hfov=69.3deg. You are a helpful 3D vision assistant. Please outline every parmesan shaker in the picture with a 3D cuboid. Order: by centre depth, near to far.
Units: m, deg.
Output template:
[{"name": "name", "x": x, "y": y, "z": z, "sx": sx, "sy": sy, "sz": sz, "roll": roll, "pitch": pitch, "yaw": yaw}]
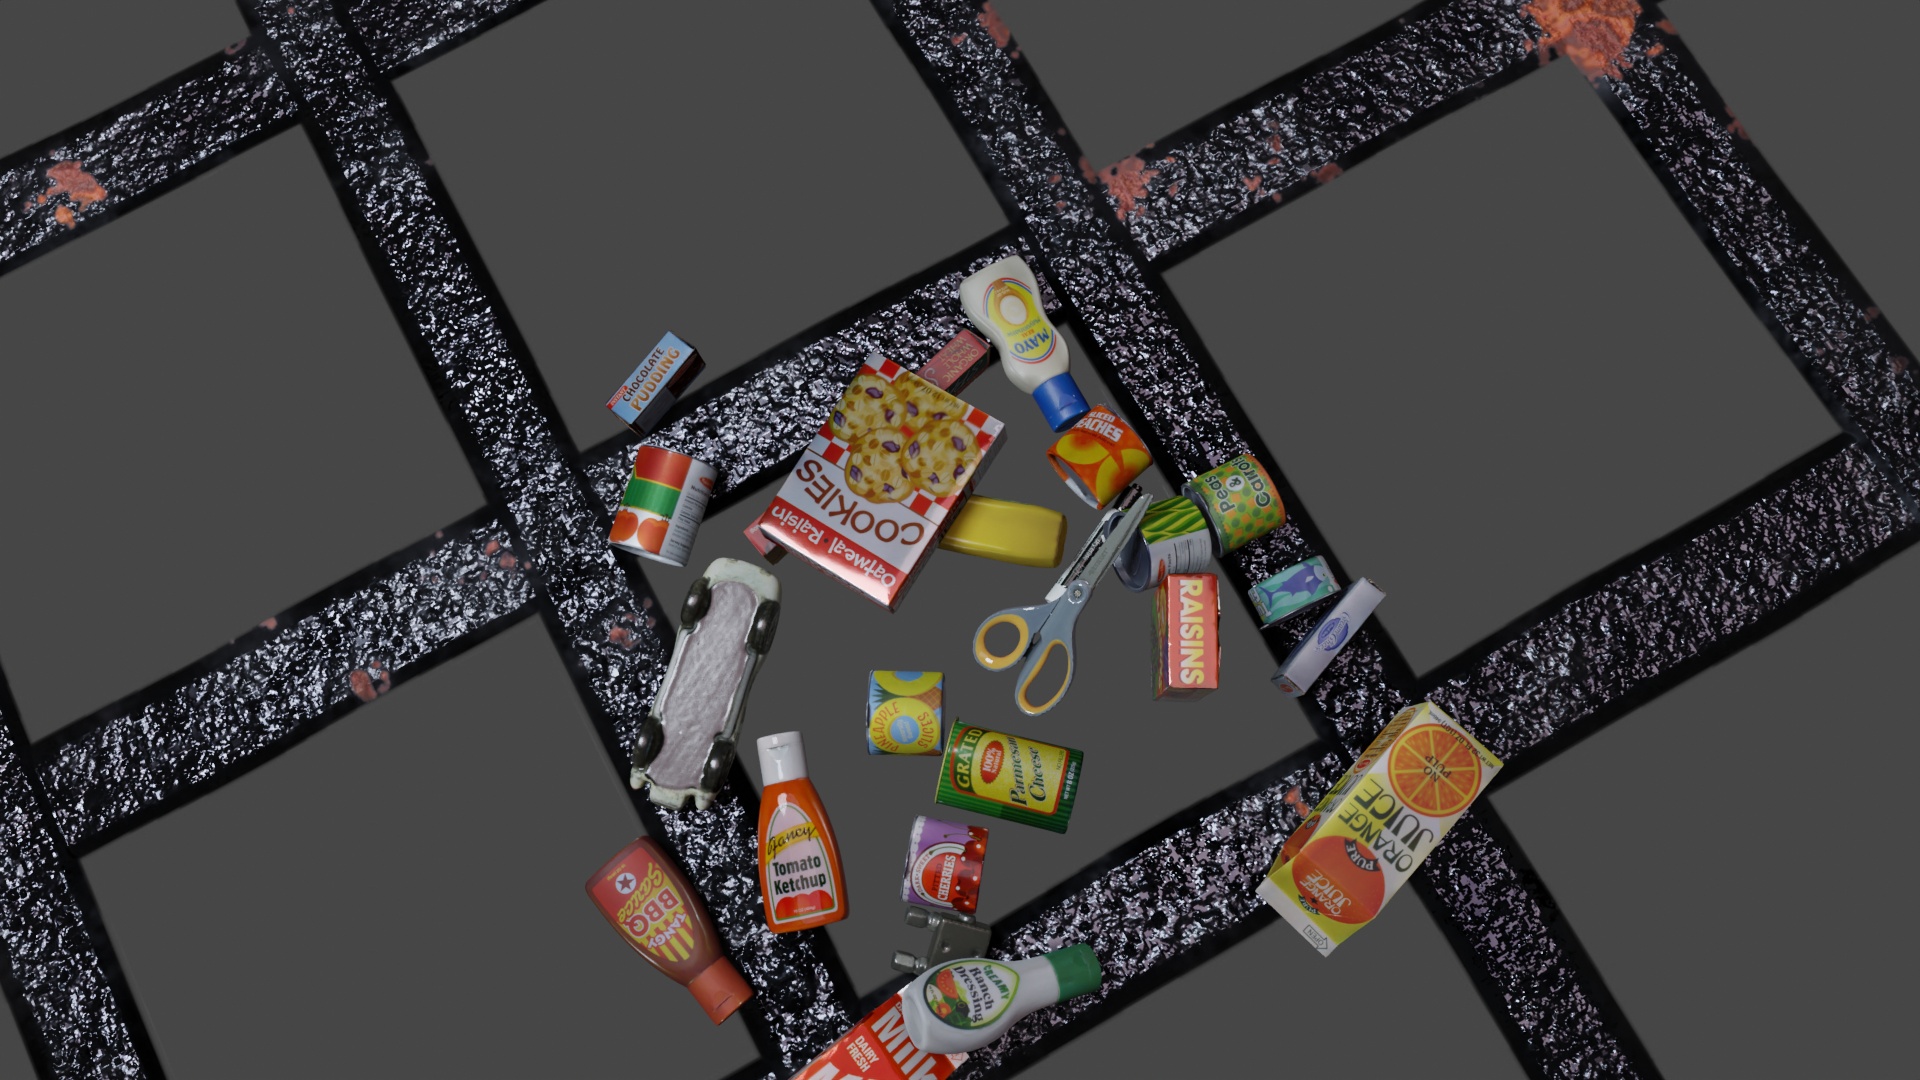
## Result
[{"name": "parmesan shaker", "x": 0.039, "y": 0.179, "z": 1.069, "sx": 0.103, "sy": 0.071, "sz": 0.071, "roll": 13, "pitch": 79, "yaw": 4}]

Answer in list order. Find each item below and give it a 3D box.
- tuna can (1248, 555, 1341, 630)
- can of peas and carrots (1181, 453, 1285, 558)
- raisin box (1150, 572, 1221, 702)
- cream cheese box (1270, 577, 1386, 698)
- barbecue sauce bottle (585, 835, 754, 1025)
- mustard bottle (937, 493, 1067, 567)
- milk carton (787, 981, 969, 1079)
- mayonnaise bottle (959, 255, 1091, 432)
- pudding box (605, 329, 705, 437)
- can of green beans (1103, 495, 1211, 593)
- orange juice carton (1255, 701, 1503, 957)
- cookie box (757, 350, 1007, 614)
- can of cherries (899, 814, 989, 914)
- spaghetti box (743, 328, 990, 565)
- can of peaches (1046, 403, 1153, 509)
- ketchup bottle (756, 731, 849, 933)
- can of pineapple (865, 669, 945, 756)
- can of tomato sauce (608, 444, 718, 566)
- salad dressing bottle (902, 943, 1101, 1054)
[{"name": "tuna can", "x": 0.259, "y": 0.041, "z": 1.090, "sx": 0.071, "sy": 0.071, "sz": 0.033, "roll": -25, "pitch": 78, "yaw": -3}, {"name": "can of peas and carrots", "x": 0.216, "y": -0.029, "z": 1.103, "sx": 0.059, "sy": 0.071, "sz": 0.071, "roll": -27, "pitch": 79, "yaw": -4}, {"name": "raisin box", "x": 0.170, "y": 0.076, "z": 1.056, "sx": 0.040, "sy": 0.123, "sz": 0.086, "roll": 1, "pitch": 78, "yaw": 3}, {"name": "cream cheese box", "x": 0.287, "y": 0.076, "z": 1.088, "sx": 0.024, "sy": 0.053, "sz": 0.104, "roll": 41, "pitch": 82, "yaw": 7}, {"name": "barbecue sauce bottle", "x": -0.218, "y": 0.301, "z": 1.063, "sx": 0.065, "sy": 0.043, "sz": 0.148, "roll": -41, "pitch": 80, "yaw": -7}, {"name": "mustard bottle", "x": 0.004, "y": -0.014, "z": 1.112, "sx": 0.160, "sy": 0.065, "sz": 0.049, "roll": 11, "pitch": 83, "yaw": 9}, {"name": "milk carton", "x": -0.089, "y": 0.413, "z": 1.021, "sx": 0.191, "sy": 0.073, "sz": 0.072, "roll": -39, "pitch": 79, "yaw": -6}, {"name": "mayonnaise bottle", "x": 0.058, "y": -0.161, "z": 1.150, "sx": 0.065, "sy": 0.041, "sz": 0.148, "roll": -28, "pitch": 78, "yaw": -5}, {"name": "pudding box", "x": -0.251, "y": -0.129, "z": 1.150, "sx": 0.030, "sy": 0.049, "sz": 0.084, "roll": 38, "pitch": 83, "yaw": 7}, {"name": "can of green beans", "x": 0.156, "y": 0.002, "z": 1.094, "sx": 0.058, "sy": 0.071, "sz": 0.071, "roll": -15, "pitch": 78, "yaw": -21}, {"name": "orange juice carton", "x": 0.311, "y": 0.217, "z": 1.048, "sx": 0.072, "sy": 0.073, "sz": 0.193, "roll": 42, "pitch": 83, "yaw": 9}, {"name": "cookie box", "x": -0.060, "y": -0.045, "z": 1.077, "sx": 0.123, "sy": 0.040, "sz": 0.167, "roll": 30, "pitch": 80, "yaw": 12}, {"name": "can of cherries", "x": -0.011, "y": 0.247, "z": 1.053, "sx": 0.058, "sy": 0.071, "sz": 0.071, "roll": 10, "pitch": 79, "yaw": 4}, {"name": "spaghetti box", "x": -0.073, "y": -0.077, "z": 1.133, "sx": 0.250, "sy": 0.050, "sz": 0.029, "roll": -43, "pitch": 82, "yaw": -7}, {"name": "can of peaches", "x": 0.110, "y": -0.068, "z": 1.115, "sx": 0.058, "sy": 0.071, "sz": 0.071, "roll": -42, "pitch": 80, "yaw": -5}, {"name": "ketchup bottle", "x": -0.128, "y": 0.224, "z": 1.076, "sx": 0.065, "sy": 0.043, "sz": 0.149, "roll": -11, "pitch": 78, "yaw": 0}, {"name": "can of pineapple", "x": -0.042, "y": 0.135, "z": 1.079, "sx": 0.058, "sy": 0.071, "sz": 0.071, "roll": 1, "pitch": 79, "yaw": 2}, {"name": "can of tomato sauce", "x": -0.241, "y": -0.028, "z": 1.121, "sx": 0.071, "sy": 0.071, "sz": 0.083, "roll": 16, "pitch": 80, "yaw": 5}, {"name": "salad dressing bottle", "x": 0.032, "y": 0.333, "z": 1.024, "sx": 0.148, "sy": 0.043, "sz": 0.064, "roll": -8, "pitch": 46, "yaw": -25}]
